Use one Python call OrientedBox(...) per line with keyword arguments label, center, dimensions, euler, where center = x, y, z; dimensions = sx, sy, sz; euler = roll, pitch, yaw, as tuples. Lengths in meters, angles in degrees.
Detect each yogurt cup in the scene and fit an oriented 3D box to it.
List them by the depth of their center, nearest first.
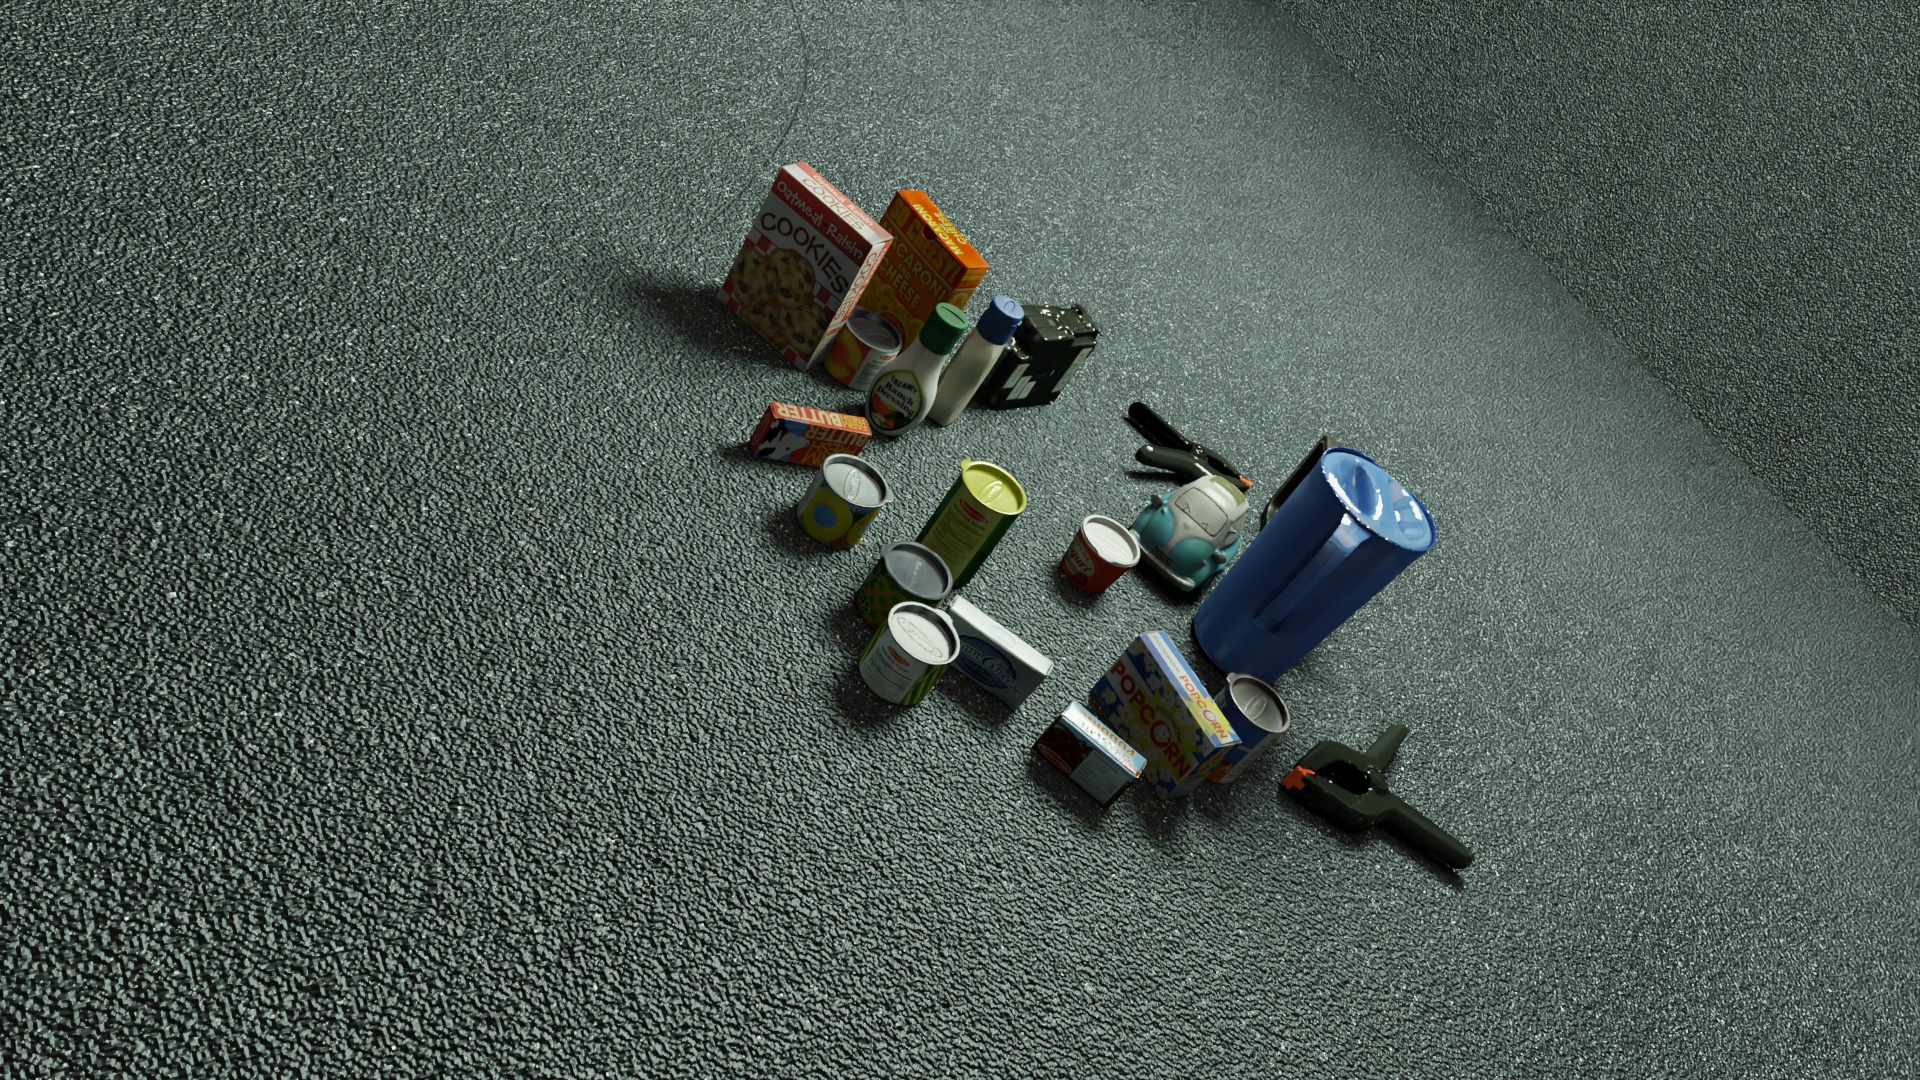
OrientedBox(label="yogurt cup", center=(0.138, 0.016, 1.390), dimensions=(0.072, 0.053, 0.073), euler=(22, 37, -18))

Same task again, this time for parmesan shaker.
OrientedBox(label="parmesan shaker", center=(0.005, -0.016, 1.275), dimensions=(0.071, 0.102, 0.072), euler=(22, 37, -18))

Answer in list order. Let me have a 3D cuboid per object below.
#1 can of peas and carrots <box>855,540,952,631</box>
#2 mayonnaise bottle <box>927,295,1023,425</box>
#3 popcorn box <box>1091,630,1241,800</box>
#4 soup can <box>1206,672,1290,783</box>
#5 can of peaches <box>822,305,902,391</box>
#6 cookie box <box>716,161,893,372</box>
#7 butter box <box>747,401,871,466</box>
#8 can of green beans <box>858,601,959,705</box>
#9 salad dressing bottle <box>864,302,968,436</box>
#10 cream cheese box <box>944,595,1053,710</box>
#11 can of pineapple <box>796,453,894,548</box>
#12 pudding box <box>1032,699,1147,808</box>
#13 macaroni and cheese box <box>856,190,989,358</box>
OrientedBox(label="can of peas and carrots", center=(-0.051, 0.042, 1.200), dimensions=(0.071, 0.058, 0.071), euler=(22, 37, -18))
OrientedBox(label="mayonnaise bottle", center=(0.014, -0.188, 1.441), dimensions=(0.041, 0.147, 0.065), euler=(35, 35, -2))
OrientedBox(label="popcorn box", center=(0.181, 0.155, 1.239), dimensions=(0.038, 0.084, 0.127), euler=(-3, 51, -42))
OrientedBox(label="soup can", center=(0.250, 0.172, 1.277), dimensions=(0.071, 0.083, 0.072), euler=(22, 37, -18))
OrientedBox(label="can of peaches", center=(-0.103, -0.198, 1.434), dimensions=(0.071, 0.057, 0.071), euler=(22, 37, -18))
OrientedBox(label="cookie box", center=(-0.156, -0.271, 1.380), dimensions=(0.123, 0.166, 0.040), euler=(42, 36, 8))
OrientedBox(label="butter box", center=(-0.140, -0.096, 1.291), dimensions=(0.103, 0.053, 0.024), euler=(7, 44, -34))
OrientedBox(label="can of green beans", center=(-0.043, 0.094, 1.149), dimensions=(0.071, 0.057, 0.071), euler=(22, 37, -18))
OrientedBox(label="salad dressing bottle", center=(-0.043, -0.169, 1.372), dimensions=(0.064, 0.147, 0.044), euler=(37, 35, 1))
OrientedBox(label="cream cheese box", center=(0.023, 0.098, 1.202), dimensions=(0.104, 0.053, 0.024), euler=(36, 35, 0))
OrientedBox(label="can of pineapple", center=(-0.104, -0.034, 1.244), dimensions=(0.071, 0.057, 0.071), euler=(22, 37, -18))
OrientedBox(label="pudding box", center=(0.110, 0.181, 1.181), dimensions=(0.084, 0.049, 0.030), euler=(39, 35, 5))
OrientedBox(label="macaroni and cheese box", center=(-0.057, -0.261, 1.451), dimensions=(0.040, 0.165, 0.124), euler=(-15, 59, -48))
